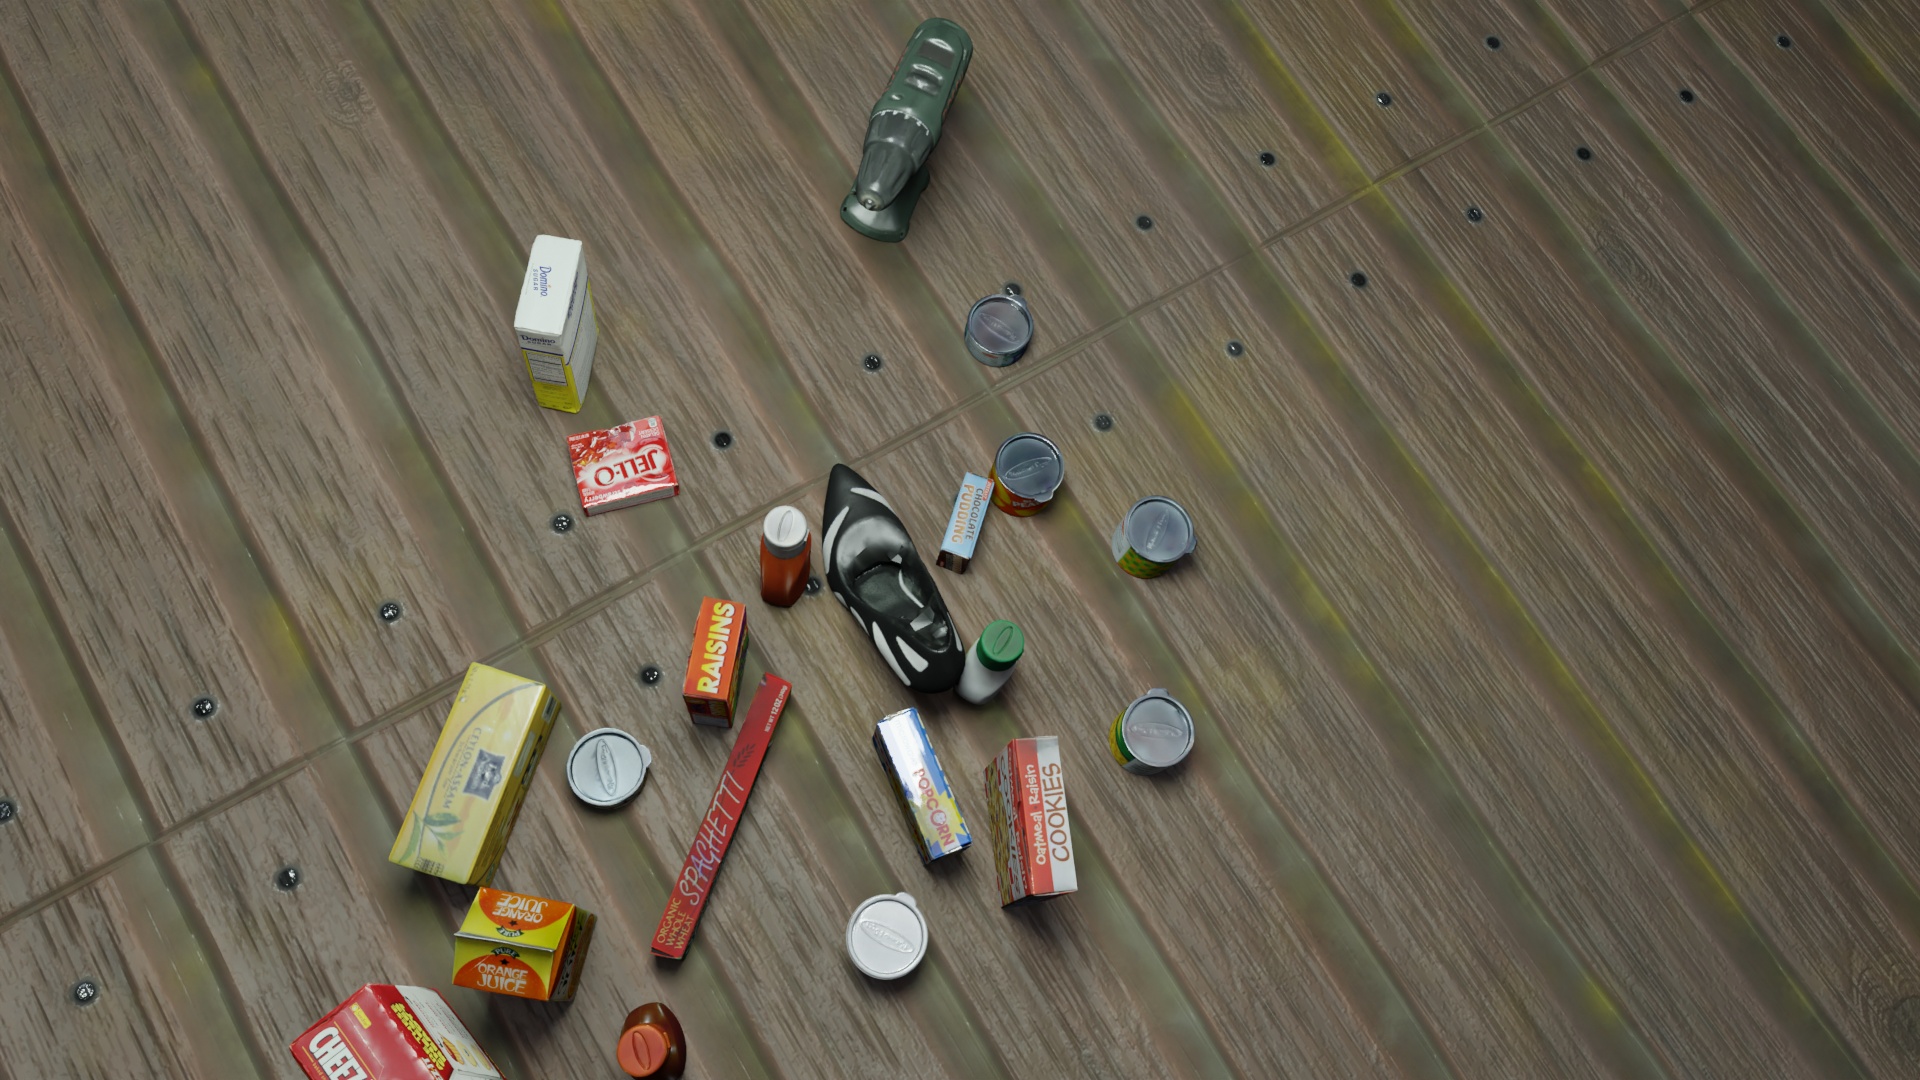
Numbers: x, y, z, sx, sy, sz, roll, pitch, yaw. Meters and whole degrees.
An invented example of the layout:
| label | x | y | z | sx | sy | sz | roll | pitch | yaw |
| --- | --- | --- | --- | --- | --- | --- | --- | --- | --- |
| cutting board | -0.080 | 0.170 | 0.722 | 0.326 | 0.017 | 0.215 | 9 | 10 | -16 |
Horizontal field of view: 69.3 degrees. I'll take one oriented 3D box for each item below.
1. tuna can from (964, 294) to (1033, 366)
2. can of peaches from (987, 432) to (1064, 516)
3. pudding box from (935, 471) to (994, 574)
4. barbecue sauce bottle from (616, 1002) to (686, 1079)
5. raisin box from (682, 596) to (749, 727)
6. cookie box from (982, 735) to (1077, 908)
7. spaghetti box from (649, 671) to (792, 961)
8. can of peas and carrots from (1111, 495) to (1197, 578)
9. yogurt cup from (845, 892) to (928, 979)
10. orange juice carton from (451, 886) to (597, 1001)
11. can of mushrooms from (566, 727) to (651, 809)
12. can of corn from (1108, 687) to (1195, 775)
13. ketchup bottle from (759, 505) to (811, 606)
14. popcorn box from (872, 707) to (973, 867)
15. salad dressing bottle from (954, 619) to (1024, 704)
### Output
| label | x | y | z | sx | sy | sz | roll | pitch | yaw |
| --- | --- | --- | --- | --- | --- | --- | --- | --- | --- |
| tuna can | 0.039 | -0.210 | 1.380 | 0.071 | 0.032 | 0.071 | 2 | 71 | -7 |
| can of peaches | 0.062 | -0.060 | 1.319 | 0.071 | 0.058 | 0.071 | 2 | 72 | -7 |
| pudding box | 0.005 | -0.016 | 1.301 | 0.030 | 0.049 | 0.084 | 19 | 70 | -1 |
| barbecue sauce bottle | -0.240 | 0.393 | 1.078 | 0.044 | 0.148 | 0.065 | -18 | 75 | -13 |
| raisin box | -0.209 | 0.106 | 1.192 | 0.040 | 0.123 | 0.086 | 10 | 71 | -4 |
| cookie box | 0.055 | 0.238 | 1.160 | 0.040 | 0.167 | 0.123 | -4 | 73 | -9 |
| spaghetti box | -0.203 | 0.235 | 1.188 | 0.029 | 0.050 | 0.251 | 21 | 70 | -1 |
| can of peas and carrots | 0.183 | -0.001 | 1.316 | 0.071 | 0.058 | 0.071 | 2 | 72 | -7 |
| yogurt cup | -0.064 | 0.335 | 1.172 | 0.072 | 0.053 | 0.072 | 2 | 72 | -7 |
| orange juice carton | -0.335 | 0.312 | 1.069 | 0.072 | 0.192 | 0.073 | 12 | 71 | -4 |
| can of mushrooms | -0.301 | 0.197 | 1.197 | 0.071 | 0.033 | 0.071 | 2 | 71 | -7 |
| can of corn | 0.172 | 0.173 | 1.256 | 0.071 | 0.058 | 0.071 | 2 | 72 | -7 |
| ketchup bottle | -0.153 | 0.010 | 1.218 | 0.043 | 0.148 | 0.065 | 15 | 71 | -3 |
| popcorn box | -0.035 | 0.214 | 1.200 | 0.038 | 0.085 | 0.127 | -21 | 76 | -14 |
| salad dressing bottle | 0.027 | 0.104 | 1.212 | 0.044 | 0.147 | 0.064 | 32 | 71 | 3 |
